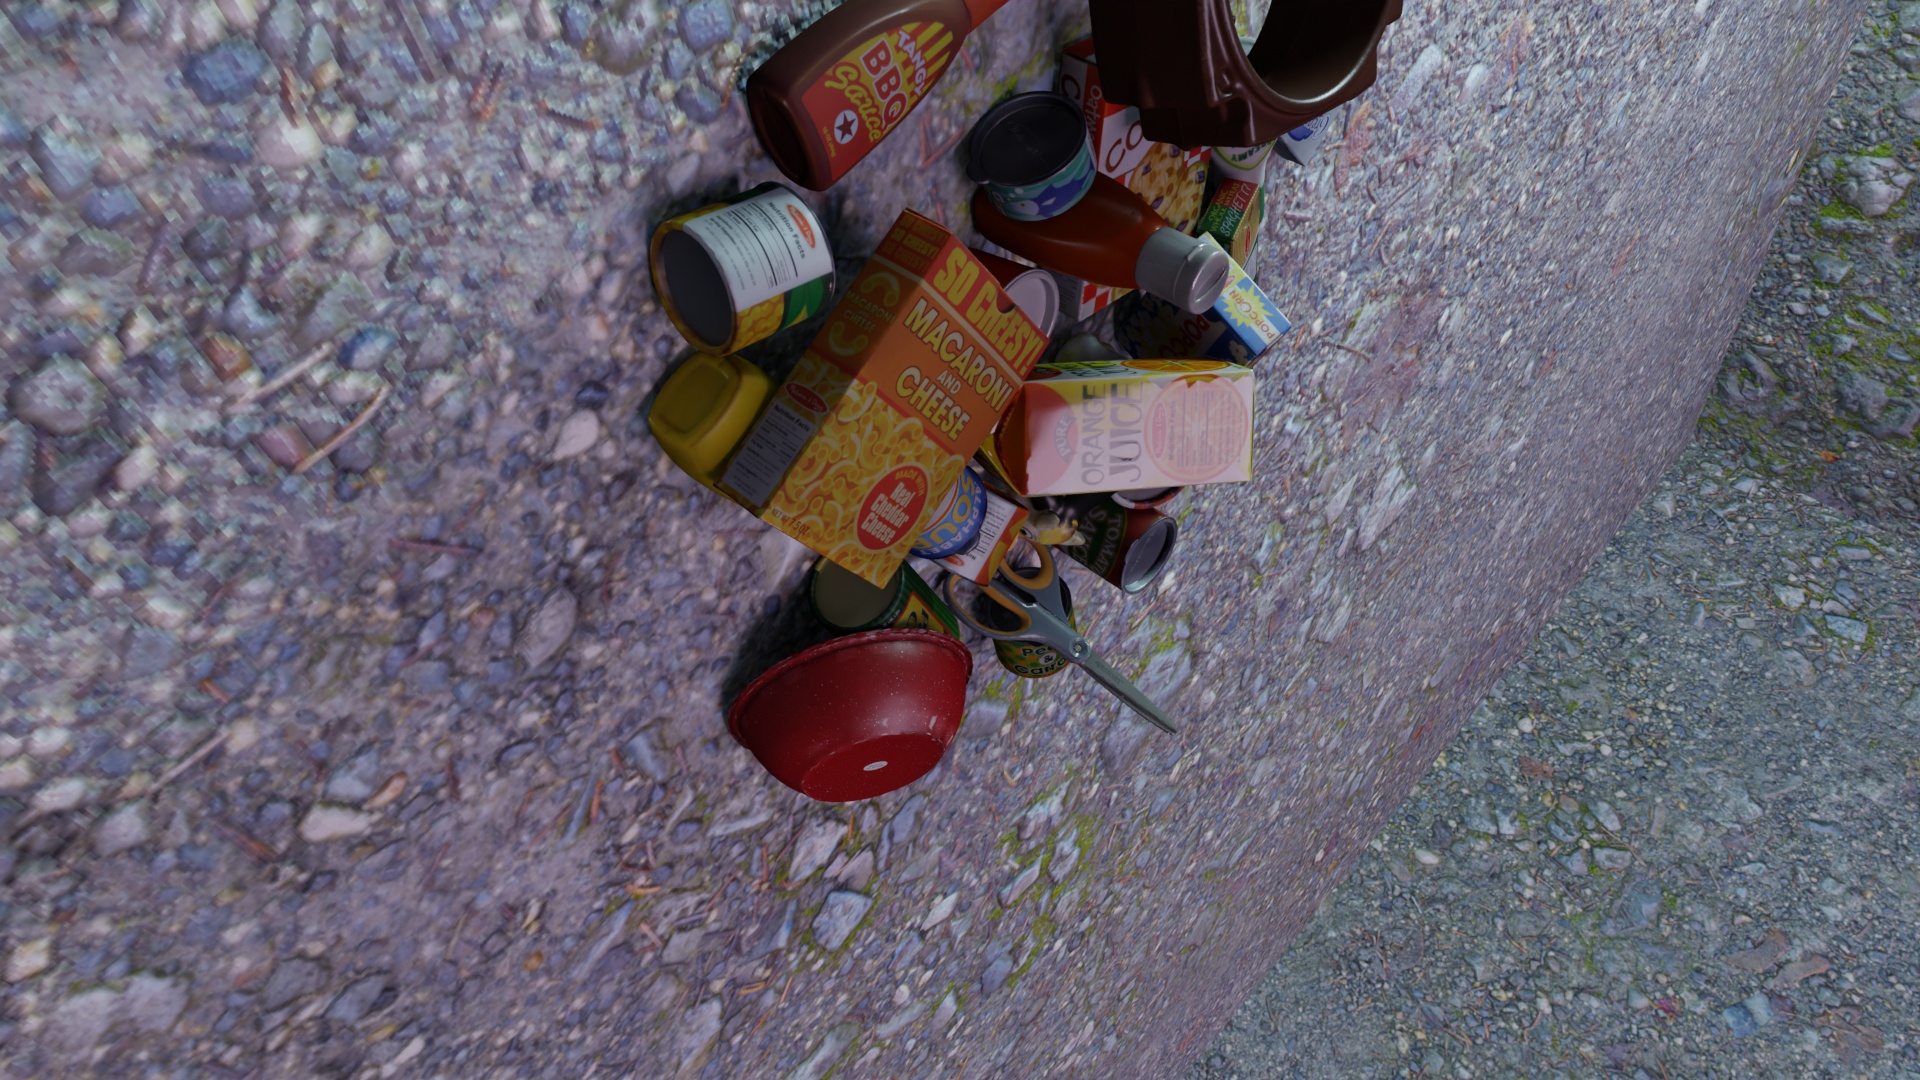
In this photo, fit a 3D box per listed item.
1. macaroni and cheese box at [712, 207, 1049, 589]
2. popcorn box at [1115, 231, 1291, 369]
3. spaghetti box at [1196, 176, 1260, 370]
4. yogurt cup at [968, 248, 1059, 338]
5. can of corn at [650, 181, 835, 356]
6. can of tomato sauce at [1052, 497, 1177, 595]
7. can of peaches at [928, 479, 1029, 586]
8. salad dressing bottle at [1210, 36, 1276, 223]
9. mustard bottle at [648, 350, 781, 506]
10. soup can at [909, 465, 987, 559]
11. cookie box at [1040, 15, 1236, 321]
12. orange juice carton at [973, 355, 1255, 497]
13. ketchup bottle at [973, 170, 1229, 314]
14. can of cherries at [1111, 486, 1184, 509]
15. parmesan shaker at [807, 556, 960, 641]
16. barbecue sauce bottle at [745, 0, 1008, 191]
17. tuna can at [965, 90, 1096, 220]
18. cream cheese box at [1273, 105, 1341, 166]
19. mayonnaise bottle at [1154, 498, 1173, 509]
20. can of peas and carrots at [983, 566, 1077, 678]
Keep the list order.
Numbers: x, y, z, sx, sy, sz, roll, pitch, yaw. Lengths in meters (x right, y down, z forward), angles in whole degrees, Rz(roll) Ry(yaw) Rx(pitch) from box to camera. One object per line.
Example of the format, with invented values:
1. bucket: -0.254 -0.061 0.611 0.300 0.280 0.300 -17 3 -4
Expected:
1. macaroni and cheese box: -0.034 -0.068 0.717 0.166 0.040 0.123 -56 148 -1
2. popcorn box: 0.161 -0.141 0.940 0.038 0.085 0.126 -38 174 -18
3. spaghetti box: 0.198 -0.169 1.033 0.050 0.029 0.249 -62 160 -18
4. yogurt cup: 0.017 -0.136 0.815 0.073 0.054 0.072 -36 144 -31
5. can of corn: -0.102 -0.124 0.645 0.058 0.071 0.070 -32 142 -34
6. can of tomato sauce: 0.109 -0.008 1.043 0.071 0.083 0.070 -36 144 -31
7. can of peaches: 0.003 -0.011 0.907 0.058 0.071 0.071 -60 150 6
8. salad dressing bottle: 0.189 -0.270 0.941 0.064 0.044 0.147 -21 150 0
9. mustard bottle: -0.100 -0.044 0.740 0.065 0.049 0.160 -53 150 -2
10. soup can: -0.028 -0.030 0.834 0.071 0.071 0.083 -55 150 -1
11. cookie box: 0.107 -0.237 0.864 0.123 0.040 0.166 -34 144 -34
12. orange juice carton: 0.080 -0.071 0.863 0.193 0.072 0.072 -5 105 -14
13. ketchup bottle: 0.080 -0.172 0.777 0.065 0.149 0.043 -46 147 -17
14. can of cherries: 0.132 -0.066 1.011 0.071 0.059 0.071 -7 129 -8
15. parmesan shaker: -0.050 0.049 0.886 0.071 0.071 0.103 -52 149 -8
16. barbecue sauce bottle: -0.033 -0.234 0.660 0.149 0.044 0.064 -46 147 -19
17. tuna can: 0.038 -0.210 0.765 0.071 0.071 0.032 -50 150 -10
18. cream cheese box: 0.236 -0.311 0.994 0.104 0.024 0.053 13 109 -58
19. mayonnaise bottle: 0.154 -0.092 1.070 0.065 0.041 0.147 -29 141 -34
20. can of peas and carrots: 0.055 0.064 1.047 0.071 0.071 0.058 -45 149 -19
